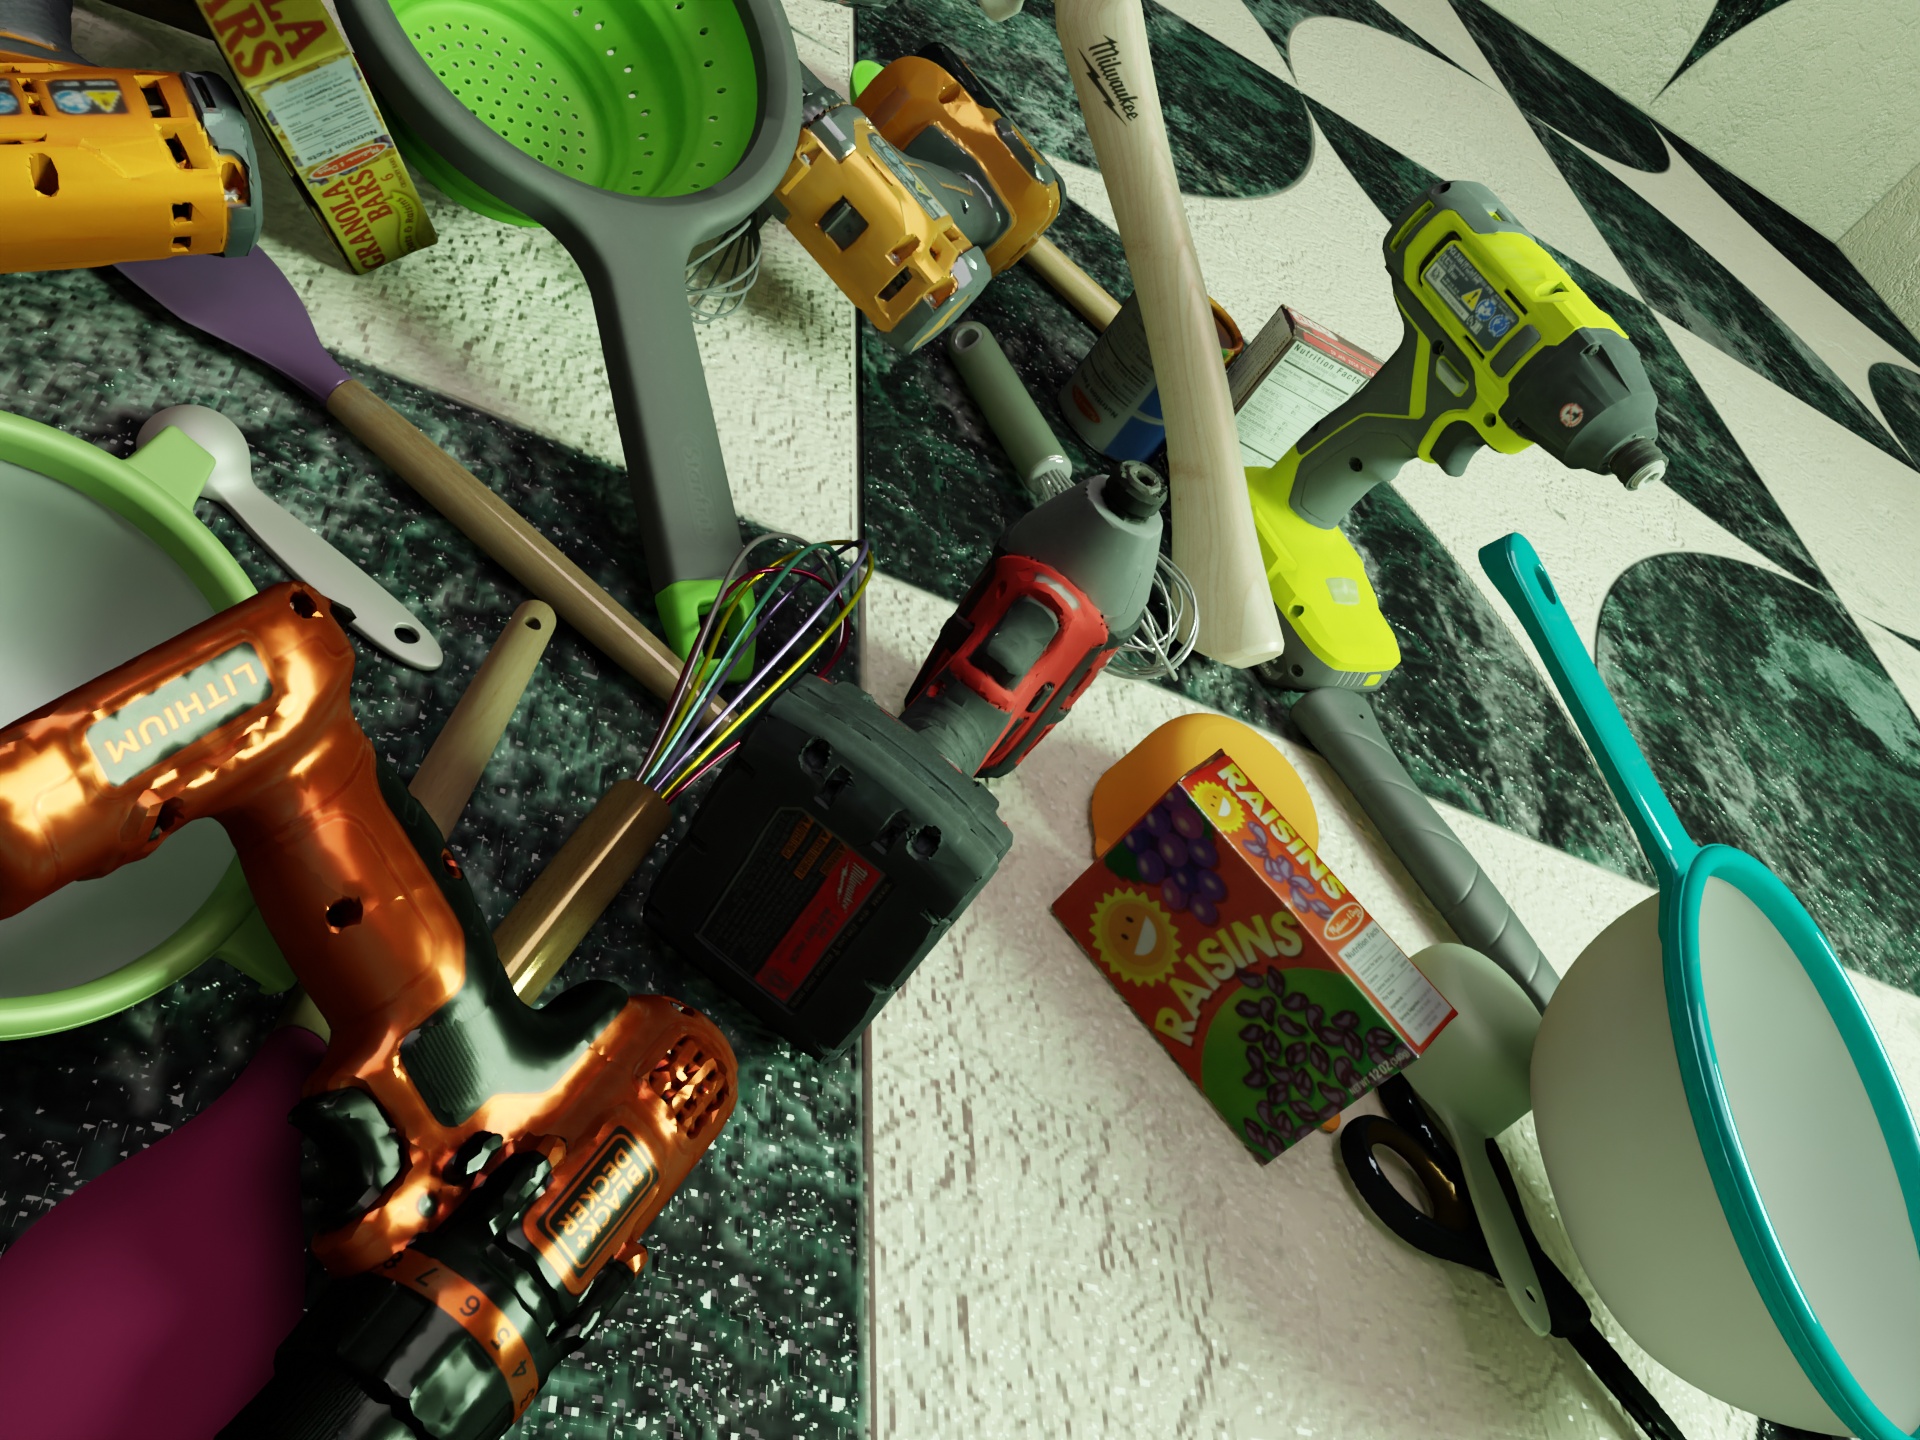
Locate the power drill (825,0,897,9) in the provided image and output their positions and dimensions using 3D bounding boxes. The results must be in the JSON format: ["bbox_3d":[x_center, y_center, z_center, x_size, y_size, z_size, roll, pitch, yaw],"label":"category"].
[{"bbox_3d":[-0.161,-0.389,0.771,0.227,0.080,0.188,12,20,34],"label":"power drill"}]

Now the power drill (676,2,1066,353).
[{"bbox_3d":[-0.043,-0.289,0.805,0.185,0.084,0.226,47,29,-7],"label":"power drill"}]

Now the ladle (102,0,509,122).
[{"bbox_3d":[-0.329,-0.296,0.656,0.315,0.031,0.069,14,44,-27],"label":"ladle"}]

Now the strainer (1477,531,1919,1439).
[{"bbox_3d":[0.242,0.101,0.578,0.211,0.095,0.340,-23,85,-52],"label":"strainer"}]

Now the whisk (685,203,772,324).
[{"bbox_3d":[-0.105,-0.252,0.783,0.055,0.055,0.239,31,34,-11],"label":"whisk"}]

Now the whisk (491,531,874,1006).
[{"bbox_3d":[-0.093,0.013,0.509,0.047,0.051,0.245,23,47,9],"label":"whisk"}]

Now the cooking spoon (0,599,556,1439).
[{"bbox_3d":[-0.166,0.066,0.425,0.068,0.017,0.319,29,39,-15],"label":"cooking spoon"}]

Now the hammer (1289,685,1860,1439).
[{"bbox_3d":[0.270,0.149,0.697,0.149,0.036,0.409,-8,56,-43],"label":"hammer"}]

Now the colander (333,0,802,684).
[{"bbox_3d":[-0.155,-0.194,0.639,0.204,0.094,0.397,-4,77,-42],"label":"colander"}]

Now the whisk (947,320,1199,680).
[{"bbox_3d":[0.047,-0.113,0.774,0.059,0.058,0.247,48,13,-56],"label":"whisk"}]

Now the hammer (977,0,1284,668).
[{"bbox_3d":[0.109,-0.229,0.789,0.038,0.146,0.411,8,69,-62],"label":"hammer"}]

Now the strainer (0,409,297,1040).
[{"bbox_3d":[-0.273,0.008,0.333,0.256,0.069,0.151,-5,76,-52],"label":"strainer"}]

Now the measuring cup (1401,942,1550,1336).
[{"bbox_3d":[0.206,0.151,0.604,0.083,0.038,0.168,31,30,-21],"label":"measuring cup"}]

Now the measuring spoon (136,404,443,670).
[{"bbox_3d":[-0.214,-0.061,0.516,0.124,0.018,0.034,41,37,1],"label":"measuring spoon"}]

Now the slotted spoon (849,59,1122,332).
[{"bbox_3d":[0.048,-0.279,0.955,0.314,0.031,0.070,43,37,2],"label":"slotted spoon"}]

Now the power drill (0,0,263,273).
[{"bbox_3d":[-0.351,-0.240,0.528,0.164,0.084,0.227,-17,67,-35],"label":"power drill"}]

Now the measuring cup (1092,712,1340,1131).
[{"bbox_3d":[0.120,0.073,0.630,0.095,0.052,0.174,0,53,-40],"label":"measuring cup"}]

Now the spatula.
[{"bbox_3d":[-0.200,-0.100,0.568,0.316,0.018,0.060,41,36,3],"label":"spatula"}]

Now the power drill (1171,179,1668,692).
[{"bbox_3d":[0.217,-0.119,0.768,0.080,0.223,0.171,-2,53,-41],"label":"power drill"}]

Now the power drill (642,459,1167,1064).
[{"bbox_3d":[-0.001,-0.002,0.534,0.078,0.143,0.220,38,39,2],"label":"power drill"}]
